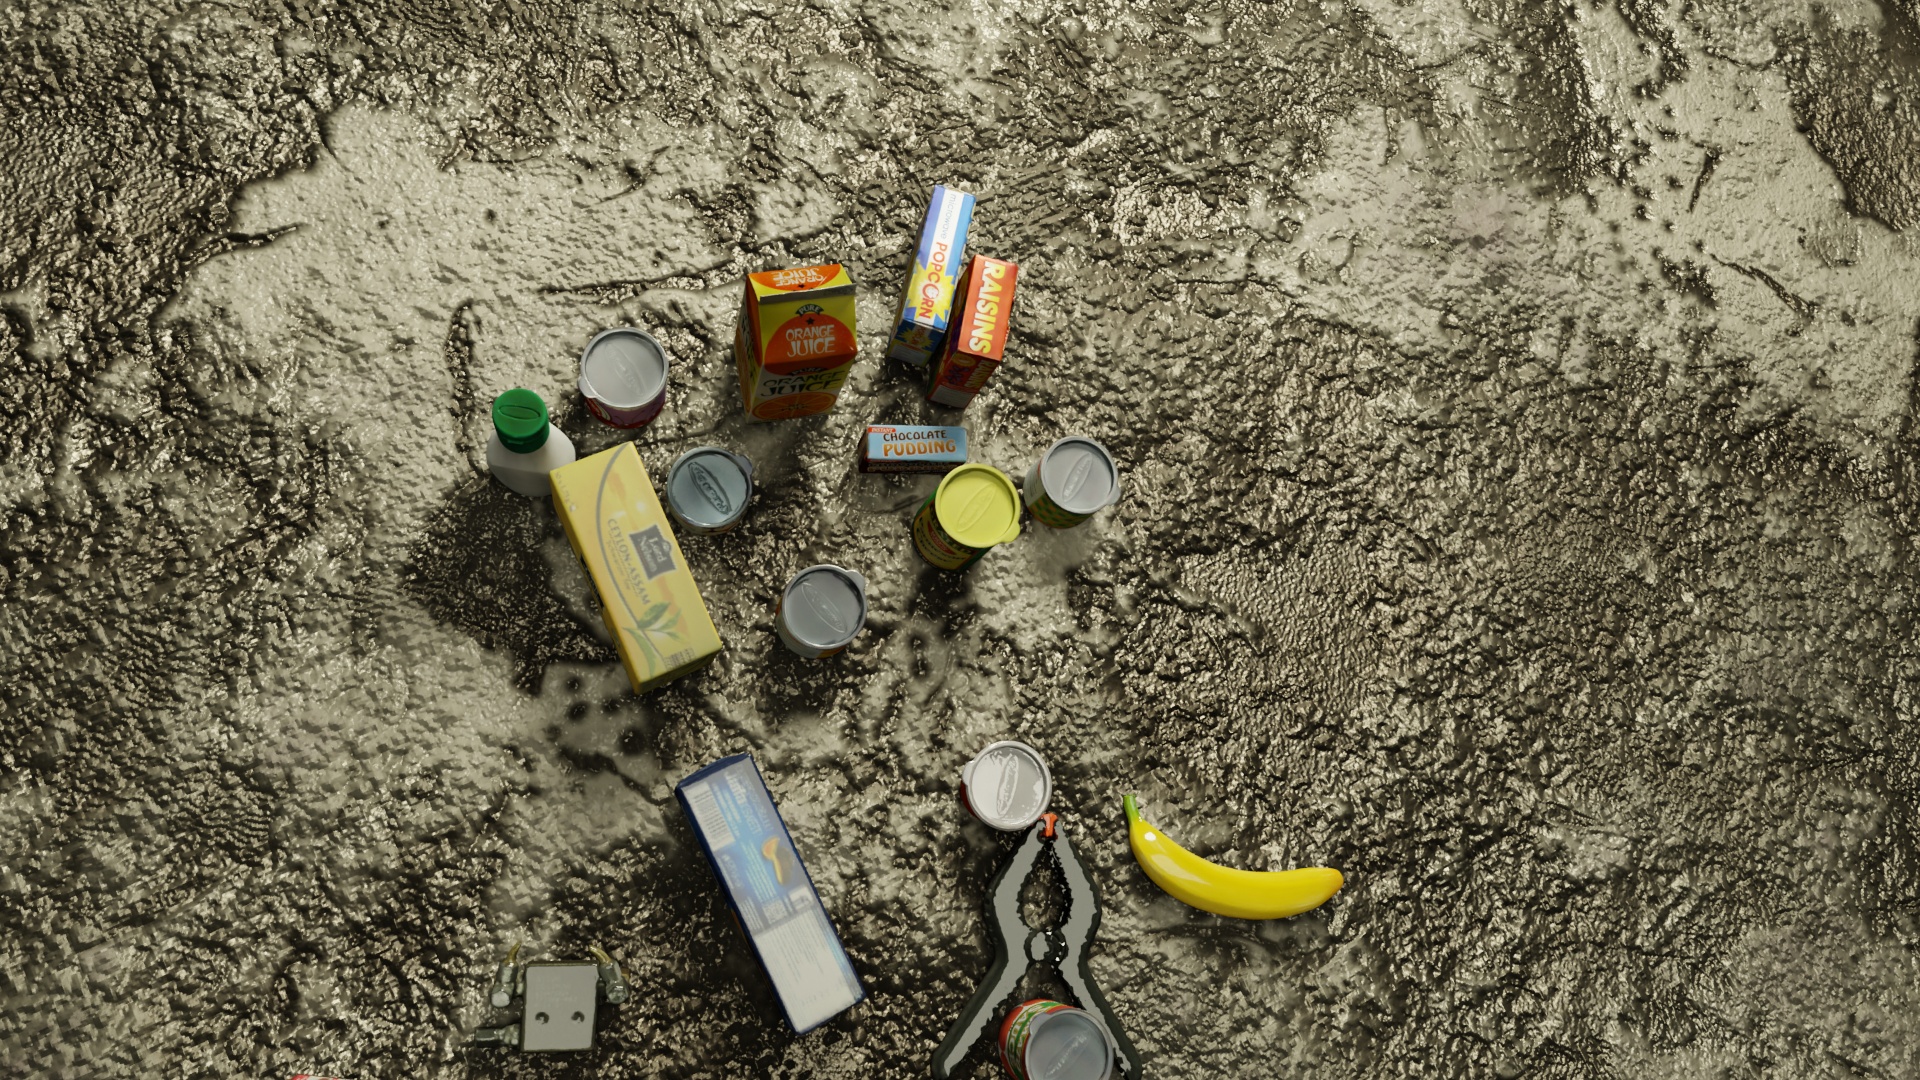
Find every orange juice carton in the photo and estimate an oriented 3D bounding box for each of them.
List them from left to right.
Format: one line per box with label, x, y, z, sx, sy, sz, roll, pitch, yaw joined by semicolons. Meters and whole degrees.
orange juice carton;-0.127;-0.154;1.058;0.072;0.192;0.073;-9;79;-15

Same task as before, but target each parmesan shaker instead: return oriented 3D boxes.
parmesan shaker;0.004;-0.014;1.102;0.071;0.103;0.071;3;77;-13

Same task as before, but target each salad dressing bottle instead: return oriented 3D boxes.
salad dressing bottle;-0.317;-0.071;1.016;0.064;0.147;0.044;9;75;-11

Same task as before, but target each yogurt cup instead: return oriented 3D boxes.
yogurt cup;0.032;0.193;1.085;0.072;0.053;0.072;3;76;-13

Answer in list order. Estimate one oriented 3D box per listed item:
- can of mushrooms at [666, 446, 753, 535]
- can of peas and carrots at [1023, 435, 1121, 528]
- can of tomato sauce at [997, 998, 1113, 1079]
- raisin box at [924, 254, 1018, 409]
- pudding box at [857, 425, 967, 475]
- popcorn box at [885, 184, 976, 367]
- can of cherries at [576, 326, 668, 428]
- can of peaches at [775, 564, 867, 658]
can of mushrooms;-0.197;-0.040;1.097;0.071;0.033;0.071;3;76;-13
can of peas and carrots;0.093;-0.046;1.155;0.071;0.058;0.071;3;76;-13
can of tomato sauce;0.067;0.378;1.033;0.071;0.083;0.071;3;76;-13
raisin box;0.008;-0.167;1.130;0.040;0.123;0.086;14;74;-10
pudding box;-0.039;-0.074;1.135;0.084;0.049;0.030;1;77;-13
popcorn box;-0.025;-0.219;1.155;0.038;0.085;0.127;15;74;-9
can of cherries;-0.266;-0.126;1.089;0.071;0.058;0.071;3;76;-13
can of peaches;-0.108;0.055;1.083;0.071;0.058;0.071;3;76;-13
